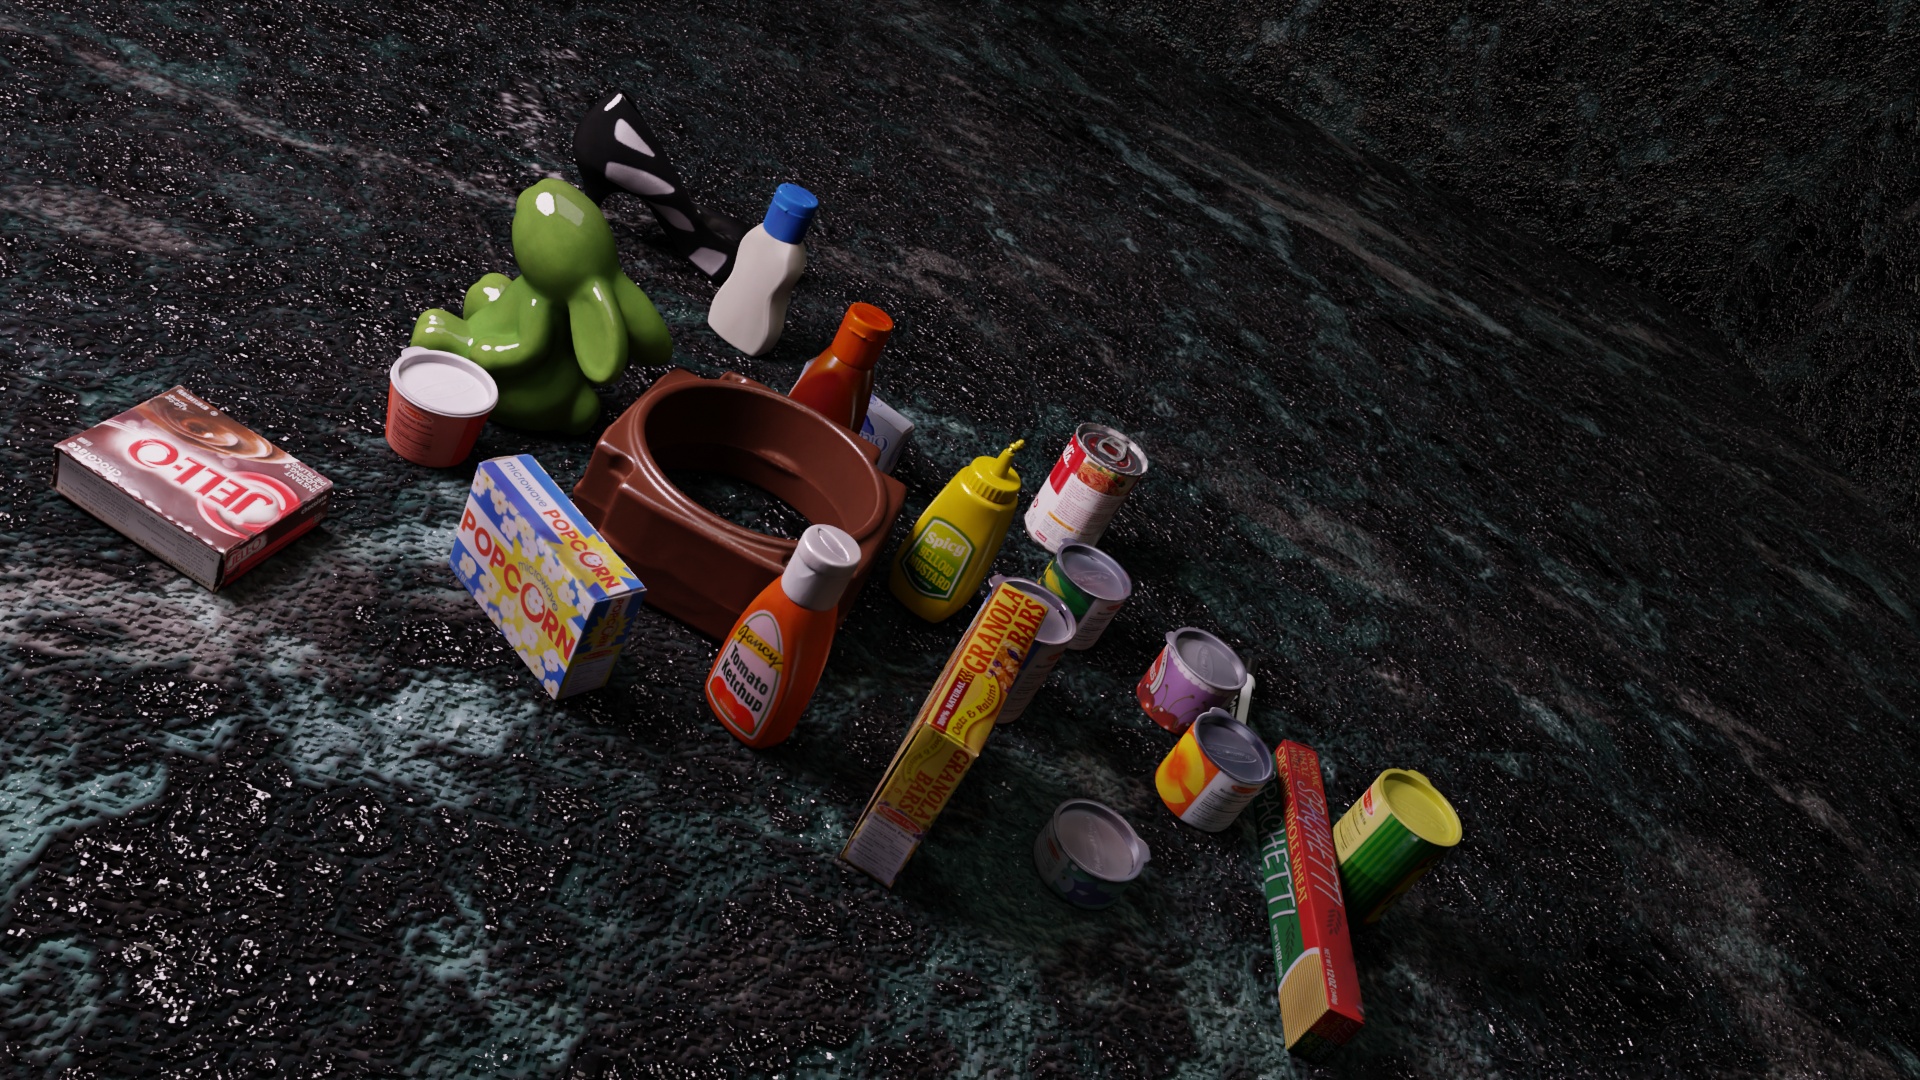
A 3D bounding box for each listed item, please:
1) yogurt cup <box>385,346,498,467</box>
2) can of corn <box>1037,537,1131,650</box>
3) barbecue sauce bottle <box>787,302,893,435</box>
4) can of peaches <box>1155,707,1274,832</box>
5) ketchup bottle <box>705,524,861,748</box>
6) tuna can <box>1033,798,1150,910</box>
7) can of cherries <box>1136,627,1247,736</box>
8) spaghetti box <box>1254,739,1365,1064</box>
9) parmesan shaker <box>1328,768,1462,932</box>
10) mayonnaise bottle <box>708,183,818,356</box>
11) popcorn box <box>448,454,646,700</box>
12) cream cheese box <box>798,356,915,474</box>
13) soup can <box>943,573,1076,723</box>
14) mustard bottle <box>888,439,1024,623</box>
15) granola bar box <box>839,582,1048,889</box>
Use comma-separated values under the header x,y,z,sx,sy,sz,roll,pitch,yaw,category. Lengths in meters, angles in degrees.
x,y,z,sx,sy,sz,roll,pitch,yaw,category
-0.349,-0.085,0.925,0.072,0.053,0.073,21,33,-14,yogurt cup
0.091,0.043,1.100,0.071,0.058,0.071,21,33,-14,can of corn
-0.098,-0.114,1.080,0.065,0.147,0.044,32,32,2,barbecue sauce bottle
0.182,0.166,1.003,0.071,0.057,0.071,21,33,-14,can of peaches
-0.104,0.056,0.838,0.044,0.148,0.065,-14,53,-49,ketchup bottle
0.084,0.203,0.896,0.071,0.032,0.071,21,33,-14,tuna can
0.177,0.109,1.077,0.071,0.058,0.072,21,33,-14,can of cherries
0.235,0.237,0.954,0.029,0.050,0.251,24,32,-10,spaghetti box
0.294,0.218,0.979,0.071,0.102,0.072,21,33,-14,parmesan shaker
-0.165,-0.233,1.190,0.065,0.147,0.041,38,32,12,mayonnaise bottle
-0.249,0.020,0.829,0.127,0.084,0.038,45,34,22,popcorn box
-0.092,-0.102,1.156,0.104,0.053,0.024,37,32,10,cream cheese box
0.032,0.076,0.981,0.071,0.083,0.072,21,33,-14,soup can
0.004,-0.013,1.010,0.065,0.159,0.049,36,32,9,mustard bottle
-0.008,0.115,0.857,0.039,0.123,0.166,31,32,1,granola bar box
